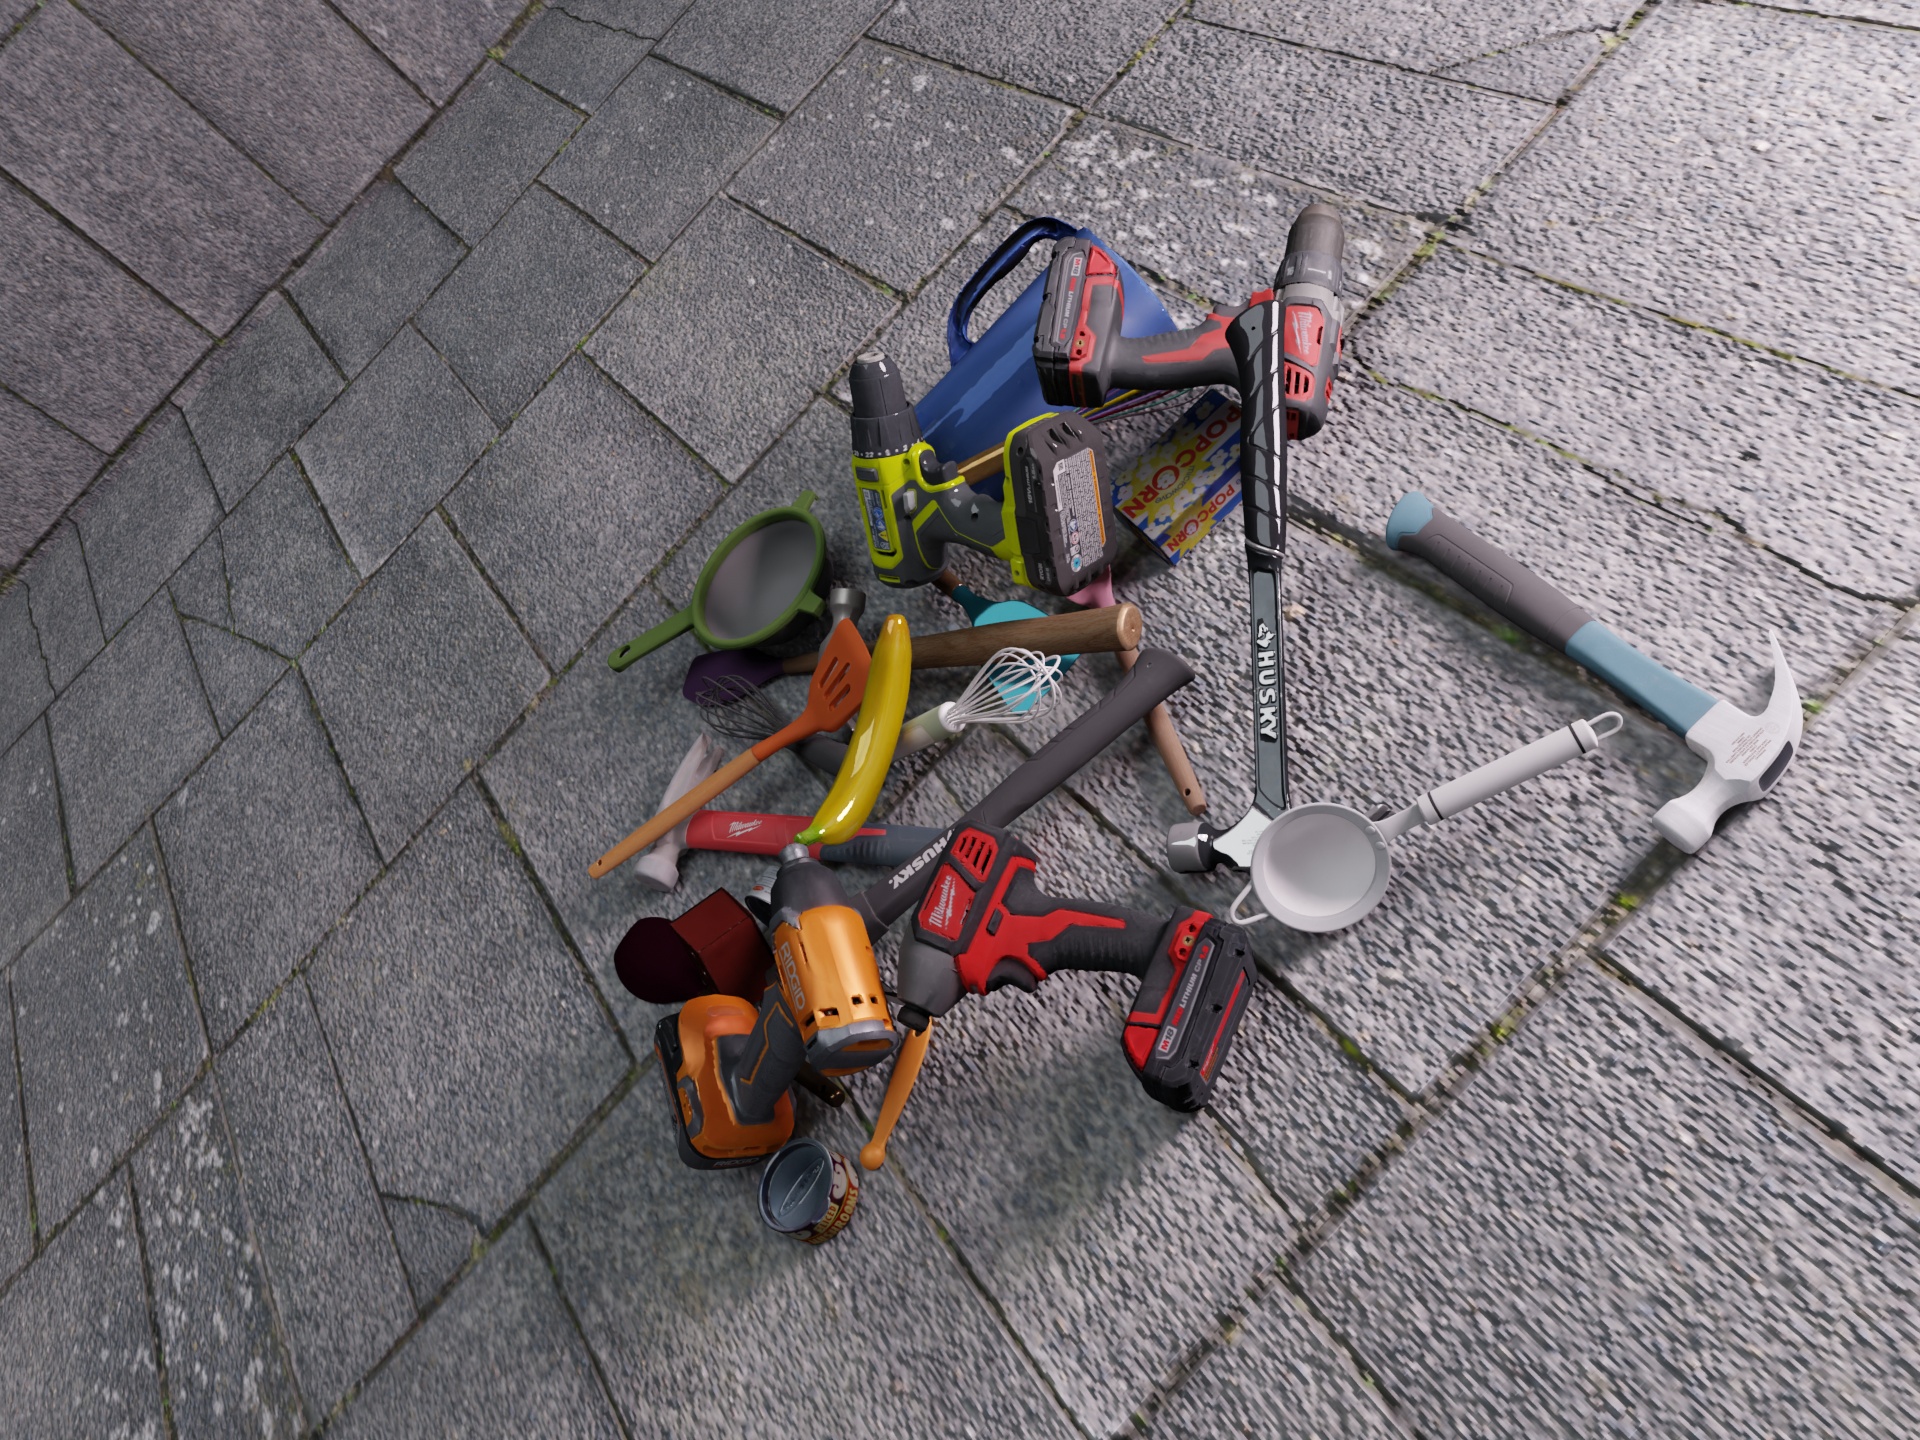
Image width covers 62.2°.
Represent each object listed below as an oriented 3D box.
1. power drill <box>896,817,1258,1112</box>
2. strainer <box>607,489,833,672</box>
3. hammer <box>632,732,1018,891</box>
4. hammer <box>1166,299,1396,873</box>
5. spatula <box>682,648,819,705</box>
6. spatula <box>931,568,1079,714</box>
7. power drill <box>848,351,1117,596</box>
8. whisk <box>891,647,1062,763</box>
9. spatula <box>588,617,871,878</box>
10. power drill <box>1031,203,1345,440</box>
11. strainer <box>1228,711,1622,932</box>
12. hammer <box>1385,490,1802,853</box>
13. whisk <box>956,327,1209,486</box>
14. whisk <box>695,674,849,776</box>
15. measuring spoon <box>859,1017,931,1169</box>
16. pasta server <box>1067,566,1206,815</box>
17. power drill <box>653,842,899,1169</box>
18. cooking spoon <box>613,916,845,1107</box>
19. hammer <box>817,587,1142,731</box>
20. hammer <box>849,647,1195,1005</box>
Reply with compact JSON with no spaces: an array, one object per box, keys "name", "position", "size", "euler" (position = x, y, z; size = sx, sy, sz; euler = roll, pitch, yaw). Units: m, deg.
[{"name":"power drill","position":[0.066,0.161,1.016],"size":[0.220,0.078,0.143],"euler":[19,72,24]},{"name":"strainer","position":[-0.212,-0.095,1.475],"size":[0.256,0.069,0.152],"euler":[-27,49,22]},{"name":"hammer","position":[-0.106,0.082,1.287],"size":[0.386,0.038,0.143],"euler":[1,60,39]},{"name":"hammer","position":[0.213,-0.100,1.090],"size":[0.149,0.036,0.409],"euler":[-7,73,29]},{"name":"spatula","position":[-0.136,-0.049,1.419],"size":[0.316,0.018,0.060],"euler":[-6,59,37]},{"name":"spatula","position":[-0.007,-0.111,1.360],"size":[0.082,0.044,0.318],"euler":[-48,38,2]},{"name":"power drill","position":[0.003,-0.190,1.249],"size":[0.229,0.190,0.080],"euler":[14,35,41]},{"name":"whisk","position":[-0.002,-0.004,1.211],"size":[0.059,0.057,0.246],"euler":[-49,13,-34]},{"name":"spatula","position":[-0.194,0.038,1.330],"size":[0.322,0.041,0.081],"euler":[-35,56,13]},{"name":"power drill","position":[0.181,-0.314,1.216],"size":[0.227,0.080,0.188],"euler":[8,74,13]},{"name":"strainer","position":[0.279,0.058,0.970],"size":[0.258,0.087,0.050],"euler":[-29,13,19]},{"name":"hammer","position":[0.382,-0.058,1.006],"size":[0.128,0.033,0.331],"euler":[-44,43,5]},{"name":"whisk","position":[0.102,-0.249,1.287],"size":[0.245,0.051,0.047],"euler":[-24,39,13]},{"name":"whisk","position":[-0.150,0.009,1.367],"size":[0.239,0.055,0.055],"euler":[24,76,41]},{"name":"measuring spoon","position":[-0.046,0.261,1.128],"size":[0.021,0.011,0.117],"euler":[4,63,40]},{"name":"pasta server","position":[0.122,-0.052,1.204],"size":[0.060,0.040,0.317],"euler":[-39,44,21]},{"name":"power drill","position":[-0.133,0.201,1.115],"size":[0.226,0.084,0.164],"euler":[-49,49,39]},{"name":"cooking spoon","position":[-0.189,0.229,1.259],"size":[0.319,0.017,0.069],"euler":[23,75,46]},{"name":"hammer","position":[0.004,-0.056,1.259],"size":[0.331,0.031,0.130],"euler":[-4,74,44]},{"name":"hammer","position":[0.031,0.065,1.140],"size":[0.335,0.035,0.146],"euler":[-39,40,3]}]
